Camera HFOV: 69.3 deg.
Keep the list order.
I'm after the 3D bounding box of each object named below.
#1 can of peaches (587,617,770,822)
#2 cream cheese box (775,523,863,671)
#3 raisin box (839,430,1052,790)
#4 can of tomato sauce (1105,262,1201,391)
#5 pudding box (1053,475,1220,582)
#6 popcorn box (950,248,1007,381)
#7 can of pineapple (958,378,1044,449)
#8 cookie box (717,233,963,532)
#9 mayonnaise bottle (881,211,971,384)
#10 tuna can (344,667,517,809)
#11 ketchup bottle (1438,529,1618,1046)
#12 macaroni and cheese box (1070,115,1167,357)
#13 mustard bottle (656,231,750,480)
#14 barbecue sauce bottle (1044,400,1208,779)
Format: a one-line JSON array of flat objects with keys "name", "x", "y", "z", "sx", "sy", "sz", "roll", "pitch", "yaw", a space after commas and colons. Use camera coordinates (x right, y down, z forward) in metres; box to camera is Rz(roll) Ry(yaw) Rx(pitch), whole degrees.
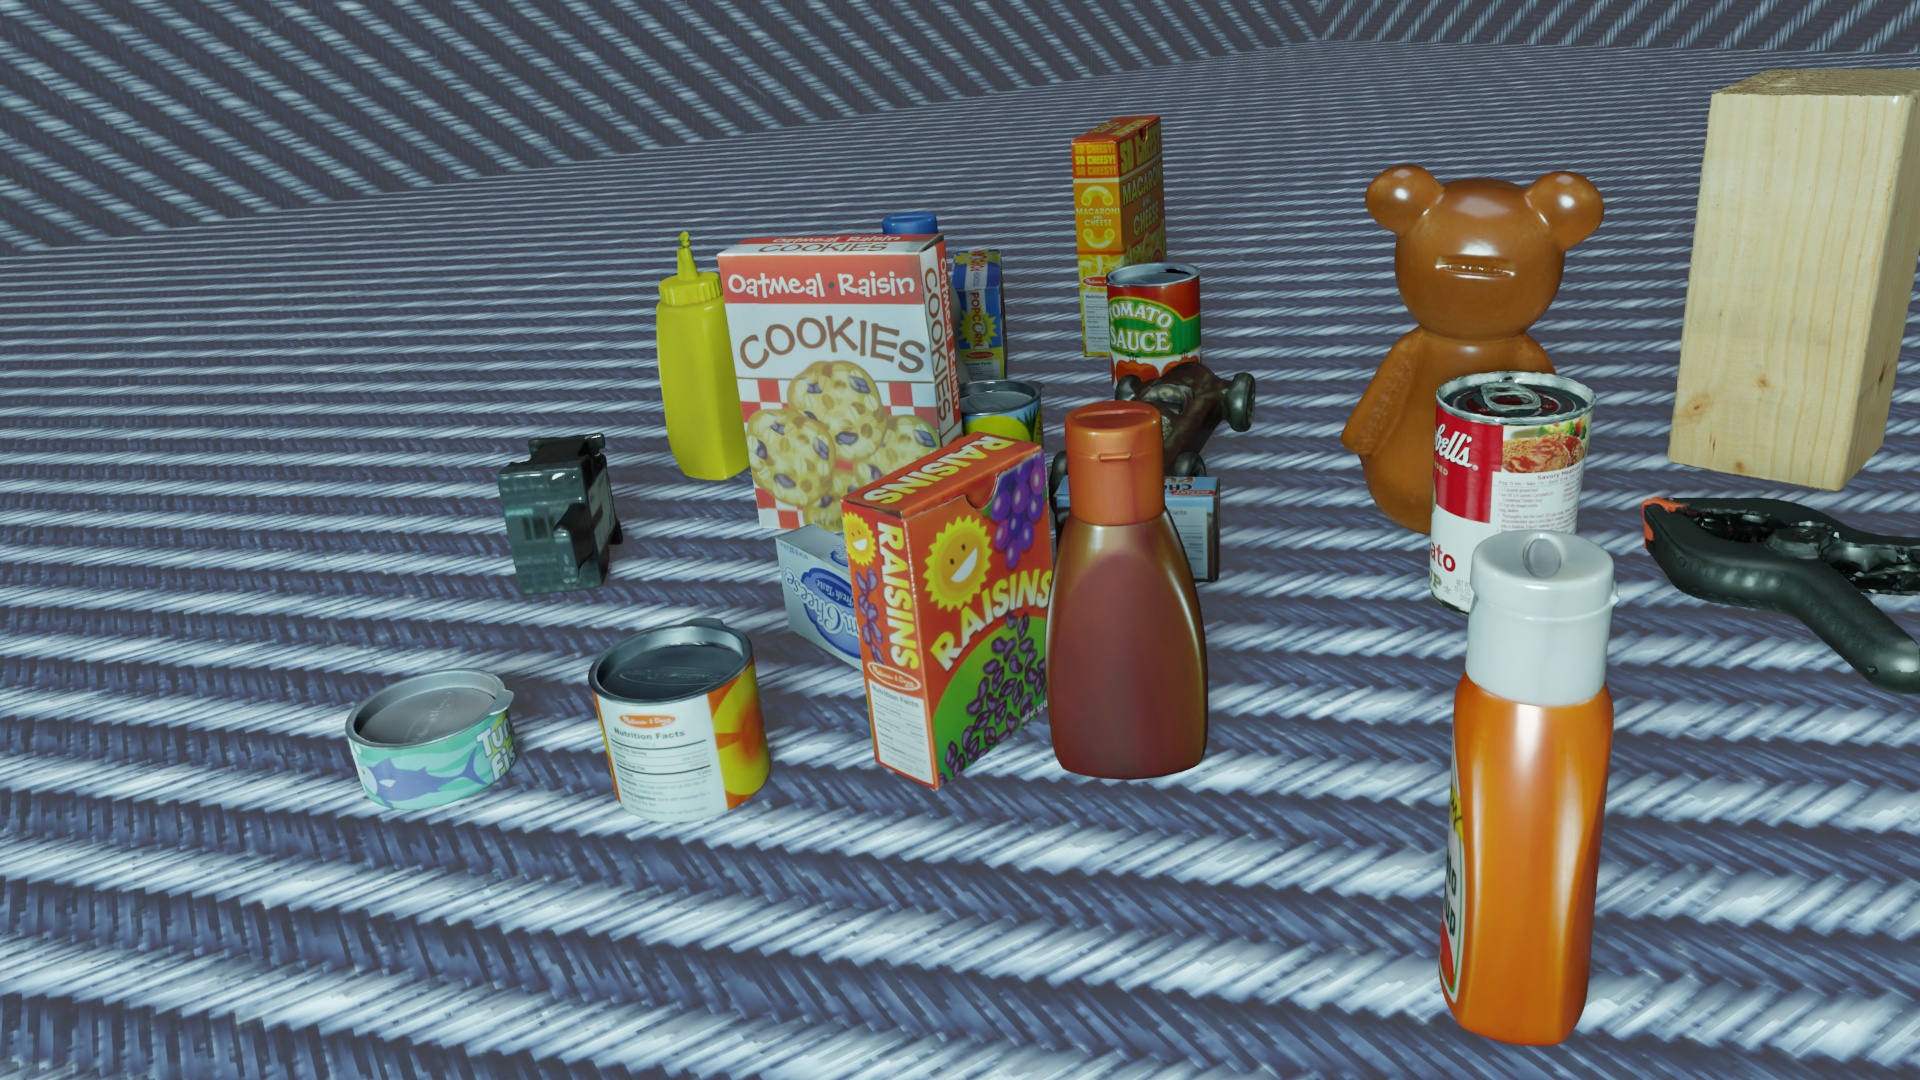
[{"name": "can of peaches", "x": -0.114, "y": 0.073, "z": 0.574, "sx": 0.071, "sy": 0.057, "sz": 0.071, "roll": -5, "pitch": 24, "yaw": 2}, {"name": "cream cheese box", "x": -0.048, "y": 0.032, "z": 0.659, "sx": 0.024, "sy": 0.053, "sz": 0.104, "roll": -22, "pitch": 29, "yaw": -33}, {"name": "raisin box", "x": -0.001, "y": 0.027, "z": 0.573, "sx": 0.040, "sy": 0.123, "sz": 0.086, "roll": 15, "pitch": 31, "yaw": 40}, {"name": "can of tomato sauce", "x": 0.138, "y": -0.150, "z": 0.991, "sx": 0.071, "sy": 0.082, "sz": 0.071, "roll": -5, "pitch": 24, "yaw": 2}, {"name": "pudding box", "x": 0.092, "y": -0.007, "z": 0.719, "sx": 0.084, "sy": 0.049, "sz": 0.030, "roll": 0, "pitch": 24, "yaw": 13}, {"name": "popcorn box", "x": 0.014, "y": -0.165, "z": 1.049, "sx": 0.038, "sy": 0.085, "sz": 0.127, "roll": -4, "pitch": 24, "yaw": 4}, {"name": "can of pineapple", "x": 0.020, "y": -0.062, "z": 0.850, "sx": 0.071, "sy": 0.057, "sz": 0.071, "roll": -5, "pitch": 24, "yaw": 2}, {"name": "cookie box", "x": -0.064, "y": -0.087, "z": 0.791, "sx": 0.123, "sy": 0.166, "sz": 0.040, "roll": 3, "pitch": 25, "yaw": 20}, {"name": "mayonnaise bottle", "x": -0.027, "y": -0.143, "z": 0.932, "sx": 0.065, "sy": 0.147, "sz": 0.041, "roll": -1, "pitch": 24, "yaw": 11}, {"name": "tuna can", "x": -0.226, "y": 0.085, "z": 0.603, "sx": 0.071, "sy": 0.032, "sz": 0.071, "roll": -5, "pitch": 24, "yaw": 2}, {"name": "ketchup bottle", "x": 0.166, "y": 0.071, "z": 0.406, "sx": 0.043, "sy": 0.148, "sz": 0.065, "roll": 3, "pitch": 25, "yaw": 20}, {"name": "macaroni and cheese box", "x": 0.129, "y": -0.242, "z": 1.097, "sx": 0.040, "sy": 0.165, "sz": 0.124, "roll": 5, "pitch": 26, "yaw": 23}, {"name": "mustard bottle", "x": -0.167, "y": -0.121, "z": 0.898, "sx": 0.049, "sy": 0.159, "sz": 0.065, "roll": 5, "pitch": 26, "yaw": 23}, {"name": "barbecue sauce bottle", "x": 0.063, "y": 0.021, "z": 0.542, "sx": 0.065, "sy": 0.148, "sz": 0.044, "roll": -3, "pitch": 24, "yaw": 7}]
